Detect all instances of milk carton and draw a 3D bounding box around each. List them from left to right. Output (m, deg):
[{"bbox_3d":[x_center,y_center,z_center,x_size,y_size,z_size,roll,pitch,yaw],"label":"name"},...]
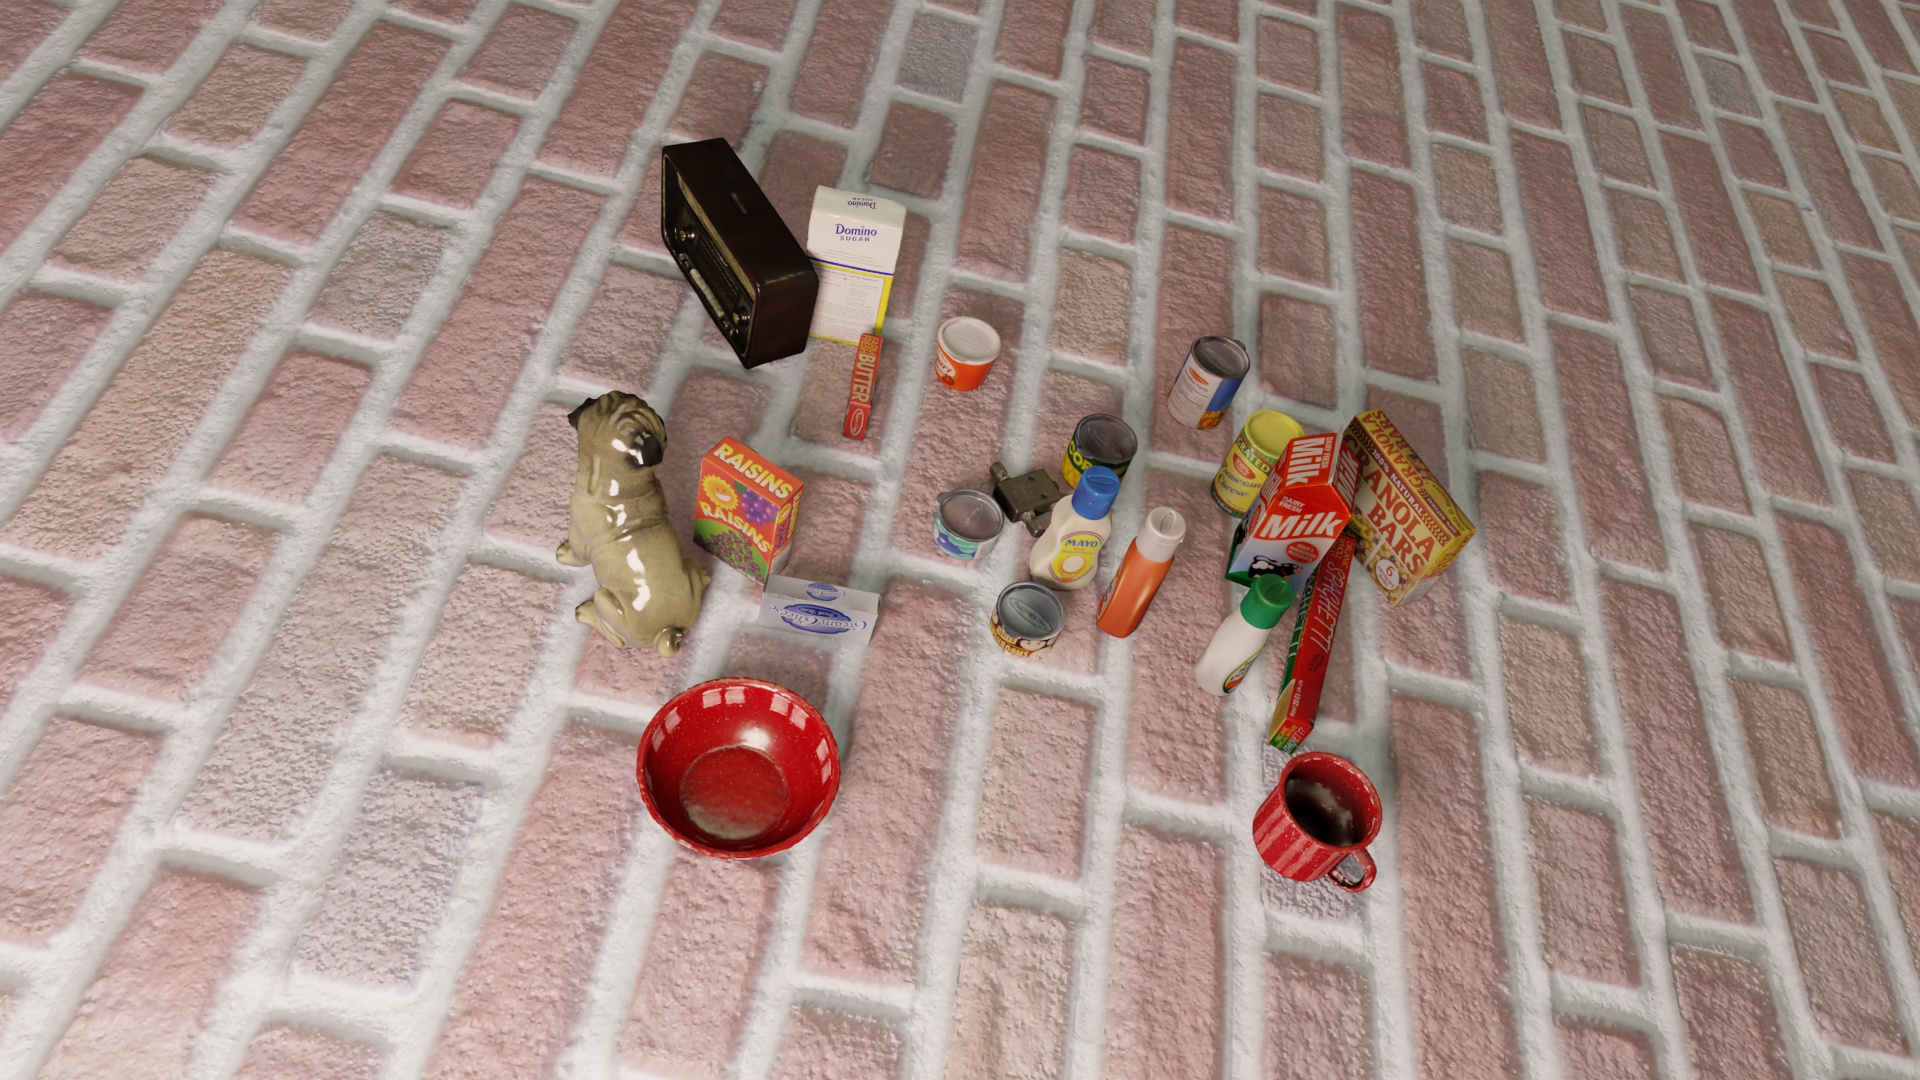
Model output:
[{"bbox_3d":[0.327,-0.029,1.342,0.073,0.189,0.073,21,51,1],"label":"milk carton"}]

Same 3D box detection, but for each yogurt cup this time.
[{"bbox_3d":[0.005,-0.196,1.471,0.072,0.053,0.073,8,52,-10],"label":"yogurt cup"}]

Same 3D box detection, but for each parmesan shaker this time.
[{"bbox_3d":[0.307,-0.075,1.428,0.071,0.102,0.071,8,52,-10],"label":"parmesan shaker"}]

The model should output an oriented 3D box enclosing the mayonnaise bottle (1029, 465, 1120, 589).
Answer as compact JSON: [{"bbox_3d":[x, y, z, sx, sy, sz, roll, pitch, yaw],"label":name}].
[{"bbox_3d":[0.110,-0.010,1.296,0.065,0.147,0.041,4,53,-12],"label":"mayonnaise bottle"}]

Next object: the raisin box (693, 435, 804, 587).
[{"bbox_3d":[-0.191,-0.025,1.242,0.086,0.122,0.040,33,52,11],"label":"raisin box"}]

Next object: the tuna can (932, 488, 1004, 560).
[{"bbox_3d":[0.005,-0.017,1.347,0.071,0.032,0.071,8,52,-10],"label":"tuna can"}]

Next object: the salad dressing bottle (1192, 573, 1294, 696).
[{"bbox_3d":[0.257,0.086,1.262,0.064,0.146,0.044,-34,68,-33],"label":"salad dressing bottle"}]

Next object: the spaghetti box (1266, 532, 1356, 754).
[{"bbox_3d":[0.341,0.092,1.343,0.029,0.049,0.251,23,51,3],"label":"spaghetti box"}]

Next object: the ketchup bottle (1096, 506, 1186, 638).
[{"bbox_3d":[0.168,0.027,1.283,0.043,0.148,0.065,26,51,5],"label":"ketchup bottle"}]

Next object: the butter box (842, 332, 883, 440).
[{"bbox_3d":[-0.100,-0.157,1.413,0.024,0.052,0.104,11,51,-7],"label":"butter box"}]

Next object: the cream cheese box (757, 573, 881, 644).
[{"bbox_3d":[-0.126,0.061,1.238,0.104,0.053,0.024,11,51,-7],"label":"cream cheese box"}]

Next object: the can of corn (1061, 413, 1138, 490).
[{"bbox_3d":[0.140,-0.085,1.420,0.071,0.058,0.071,8,52,-10],"label":"can of corn"}]

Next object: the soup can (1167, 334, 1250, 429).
[{"bbox_3d":[0.270,-0.172,1.505,0.071,0.083,0.072,8,52,-10],"label":"soup can"}]

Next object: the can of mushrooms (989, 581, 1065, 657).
[{"bbox_3d":[0.060,0.075,1.291,0.071,0.033,0.071,8,52,-10],"label":"can of mushrooms"}]

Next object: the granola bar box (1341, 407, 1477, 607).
[{"bbox_3d":[0.435,-0.033,1.417,0.039,0.123,0.166,-15,59,-25],"label":"granola bar box"}]
